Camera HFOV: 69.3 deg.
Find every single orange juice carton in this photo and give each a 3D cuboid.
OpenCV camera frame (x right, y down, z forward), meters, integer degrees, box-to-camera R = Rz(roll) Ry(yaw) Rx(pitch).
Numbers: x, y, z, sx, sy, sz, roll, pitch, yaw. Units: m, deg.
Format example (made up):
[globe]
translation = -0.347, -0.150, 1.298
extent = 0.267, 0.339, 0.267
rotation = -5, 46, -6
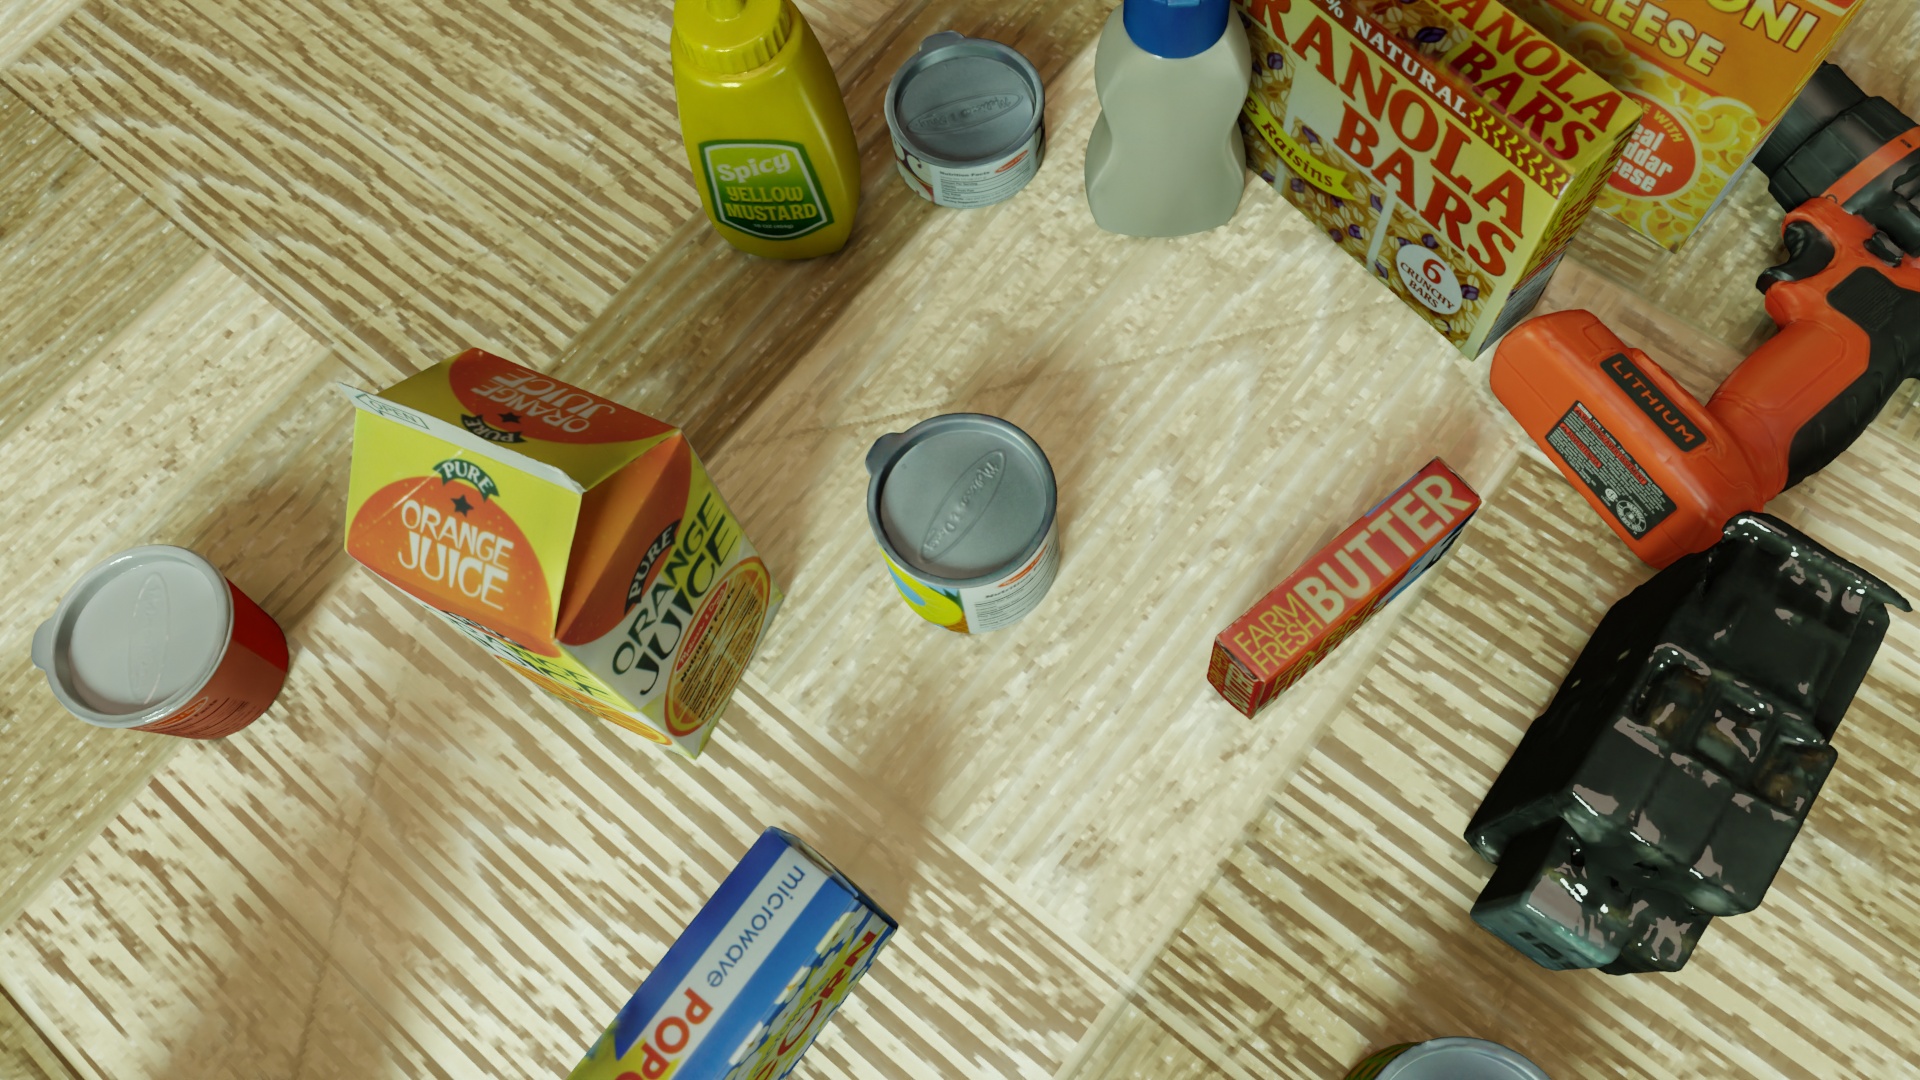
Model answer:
[orange juice carton]
translation = -0.121, 0.005, 0.439
extent = 0.072, 0.192, 0.073
rotation = 22, 73, 13

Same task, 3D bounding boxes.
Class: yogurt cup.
[yogurt cup]
translation = -0.289, 0.042, 0.515
extent = 0.072, 0.053, 0.072
rotation = -2, 69, 5

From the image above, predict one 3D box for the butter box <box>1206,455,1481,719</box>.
[butter box]
translation = 0.133, 0.018, 0.486
extent = 0.104, 0.053, 0.024
rotation = -38, 70, -10

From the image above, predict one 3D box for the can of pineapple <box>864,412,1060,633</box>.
[can of pineapple]
translation = 0.002, -0.006, 0.505
extent = 0.071, 0.057, 0.071
rotation = -2, 69, 5

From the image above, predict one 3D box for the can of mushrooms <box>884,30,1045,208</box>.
[can of mushrooms]
translation = 0.002, -0.177, 0.586
extent = 0.071, 0.033, 0.071
rotation = -2, 68, 5

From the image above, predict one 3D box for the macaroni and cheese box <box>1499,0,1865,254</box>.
[macaroni and cheese box]
translation = 0.245, -0.193, 0.499
extent = 0.124, 0.166, 0.040
rotation = 40, 77, 18

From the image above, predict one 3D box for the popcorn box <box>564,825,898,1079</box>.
[popcorn box]
translation = -0.076, 0.156, 0.433
extent = 0.038, 0.085, 0.127
rotation = 35, 75, 17

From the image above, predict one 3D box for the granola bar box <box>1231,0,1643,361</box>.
[granola bar box]
translation = 0.157, -0.160, 0.516
extent = 0.039, 0.123, 0.166
rotation = -38, 70, -9

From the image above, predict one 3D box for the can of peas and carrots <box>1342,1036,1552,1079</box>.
[can of peas and carrots]
translation = 0.144, 0.186, 0.416
extent = 0.071, 0.058, 0.071
rotation = -2, 69, 5

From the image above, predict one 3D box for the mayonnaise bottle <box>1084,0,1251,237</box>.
[mayonnaise bottle]
translation = 0.078, -0.168, 0.514
extent = 0.065, 0.147, 0.041
rotation = -2, 69, 5

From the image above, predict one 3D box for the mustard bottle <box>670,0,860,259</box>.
[mustard bottle]
translation = -0.077, -0.165, 0.520
extent = 0.065, 0.159, 0.049
rotation = 0, 69, 5
